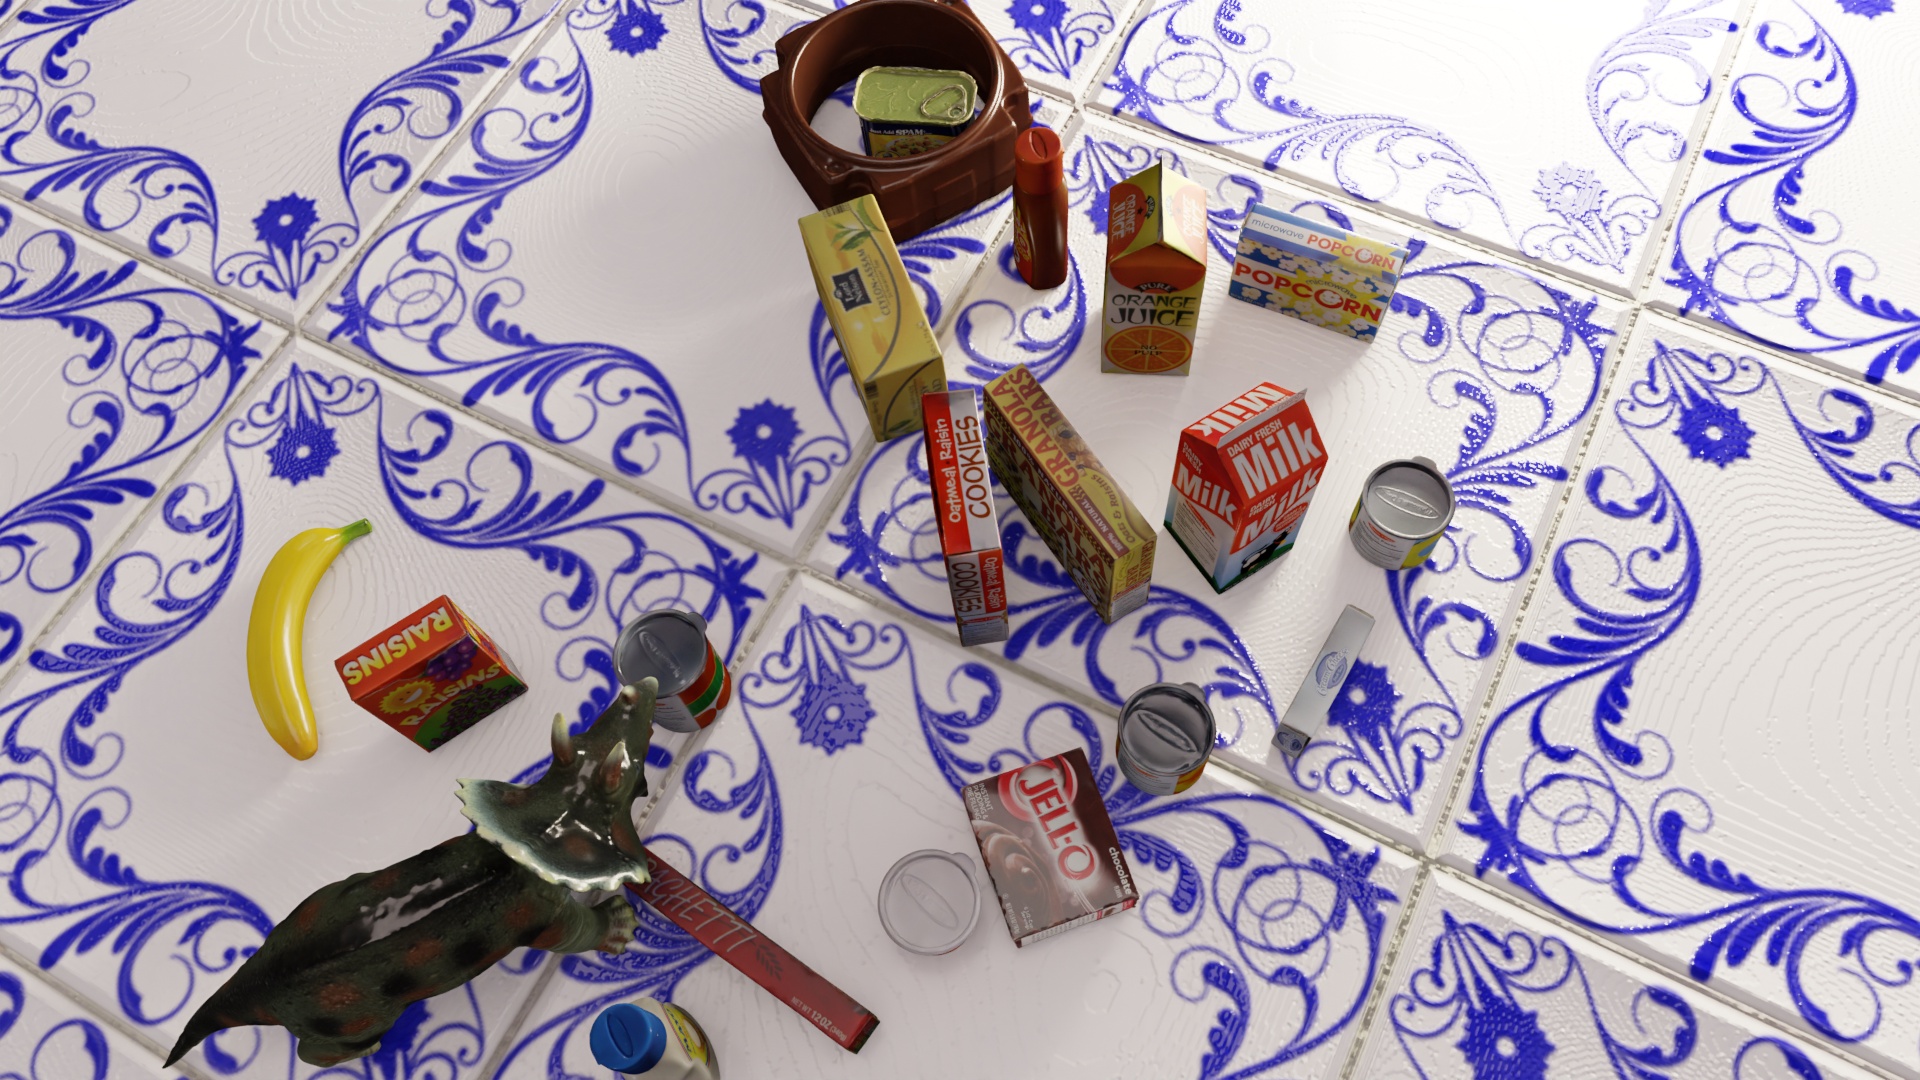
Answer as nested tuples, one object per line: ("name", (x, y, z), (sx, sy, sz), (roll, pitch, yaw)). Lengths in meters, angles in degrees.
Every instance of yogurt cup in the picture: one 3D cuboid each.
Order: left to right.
("yogurt cup", (-0.019, 0.244, 0.923), (0.072, 0.053, 0.072), (-1, 65, 3))

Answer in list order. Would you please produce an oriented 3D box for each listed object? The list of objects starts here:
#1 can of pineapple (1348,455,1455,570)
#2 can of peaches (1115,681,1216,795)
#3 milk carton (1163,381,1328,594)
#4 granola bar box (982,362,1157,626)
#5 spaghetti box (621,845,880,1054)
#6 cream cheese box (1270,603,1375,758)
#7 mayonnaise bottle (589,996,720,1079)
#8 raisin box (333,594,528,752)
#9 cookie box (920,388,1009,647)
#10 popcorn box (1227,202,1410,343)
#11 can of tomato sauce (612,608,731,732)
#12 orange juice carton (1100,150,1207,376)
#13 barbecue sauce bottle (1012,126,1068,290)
("can of pineapple", (0.326, -0.020, 1.025), (0.071, 0.057, 0.071), (-1, 65, 3))
("can of peaches", (0.143, 0.137, 0.962), (0.071, 0.058, 0.071), (-1, 65, 3))
("milk carton", (0.198, -0.042, 0.970), (0.072, 0.189, 0.073), (-31, 67, -10))
("granola bar box", (0.076, -0.031, 1.009), (0.039, 0.123, 0.166), (-31, 67, -10))
("spaghetti box", (-0.164, 0.257, 0.928), (0.250, 0.050, 0.029), (31, 71, 16))
("cream cheese box", (0.254, 0.100, 0.975), (0.024, 0.053, 0.104), (29, 70, 16))
("mayonnaise bottle", (-0.188, 0.310, 0.850), (0.041, 0.147, 0.065), (-32, 67, -11))
("raisin box", (-0.369, 0.096, 0.976), (0.086, 0.123, 0.040), (-33, 67, -11))
("cookie box", (0.003, -0.012, 0.981), (0.040, 0.166, 0.123), (-9, 65, -1))
("popcorn box", (0.281, -0.212, 1.103), (0.127, 0.085, 0.038), (21, 68, 13))
("can of tomato sauce", (-0.203, 0.093, 0.990), (0.071, 0.082, 0.071), (-1, 65, 3))
("orange juice carton", (0.146, -0.204, 1.048), (0.073, 0.192, 0.072), (3, 65, 5))
("barbecue sauce bottle", (0.063, -0.266, 1.107), (0.044, 0.148, 0.065), (-15, 65, -3))
